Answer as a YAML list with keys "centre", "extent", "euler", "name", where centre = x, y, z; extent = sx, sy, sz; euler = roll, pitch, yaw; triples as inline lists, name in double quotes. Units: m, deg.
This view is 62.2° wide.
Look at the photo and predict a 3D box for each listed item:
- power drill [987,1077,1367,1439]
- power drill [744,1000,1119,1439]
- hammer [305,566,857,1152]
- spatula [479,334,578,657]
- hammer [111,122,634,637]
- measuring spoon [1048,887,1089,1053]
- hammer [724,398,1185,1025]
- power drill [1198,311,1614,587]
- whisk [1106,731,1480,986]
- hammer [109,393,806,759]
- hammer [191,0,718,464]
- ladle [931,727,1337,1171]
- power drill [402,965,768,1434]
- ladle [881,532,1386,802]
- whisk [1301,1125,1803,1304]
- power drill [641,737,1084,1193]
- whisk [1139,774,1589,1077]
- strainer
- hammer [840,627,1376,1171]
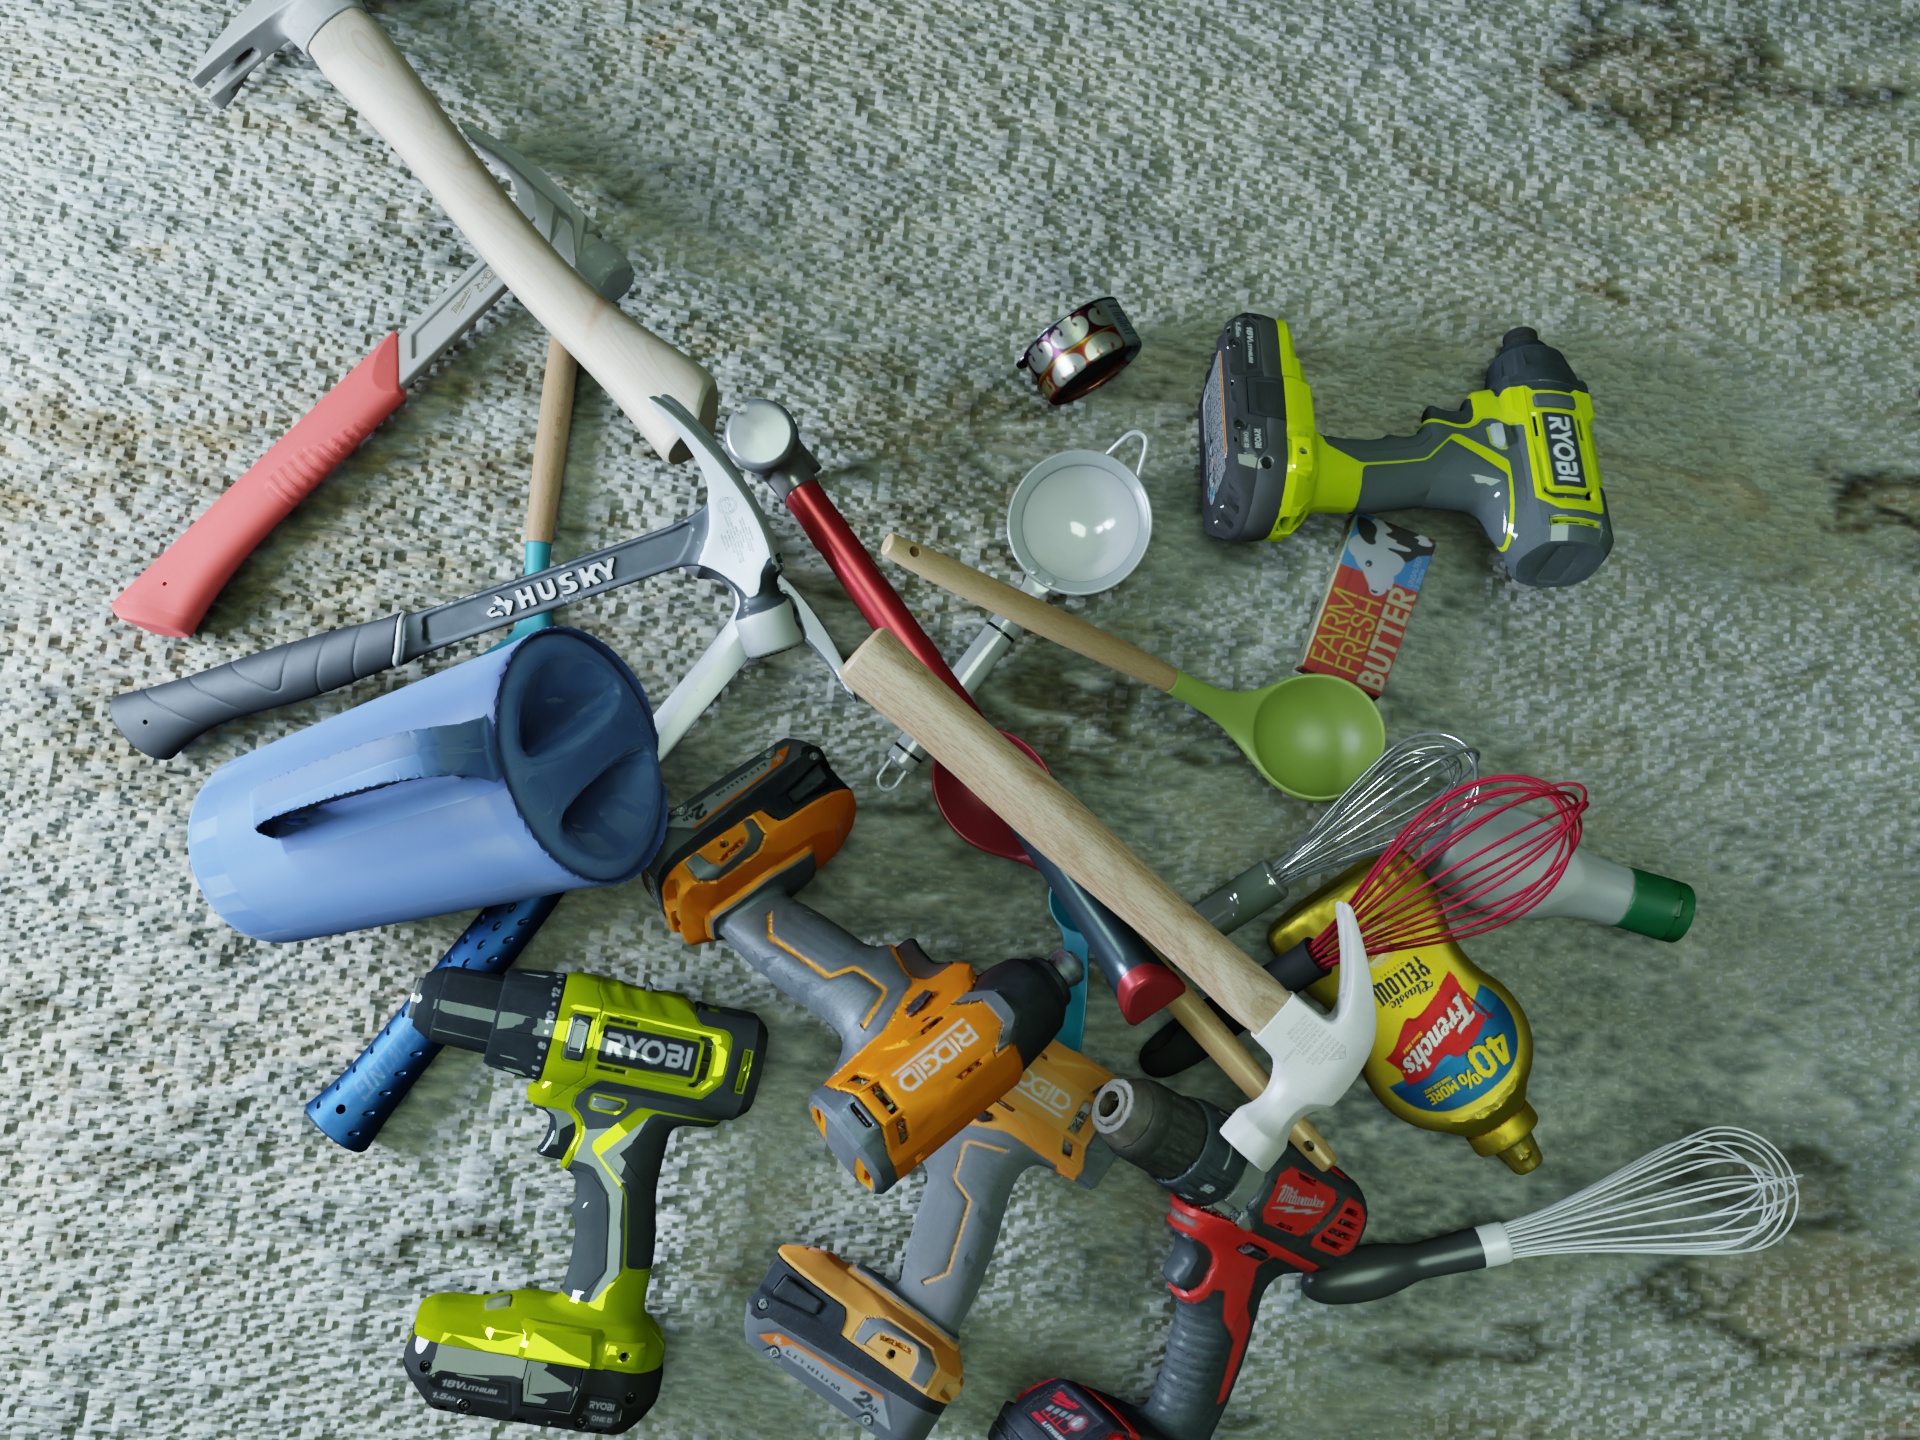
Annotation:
- centre: [0.105, 0.309, 0.843]
  extent: [0.187, 0.080, 0.227]
  euler: [34, 81, -29]
  name: "power drill"
- centre: [-0.030, 0.254, 0.881]
  extent: [0.185, 0.084, 0.226]
  euler: [32, 79, 10]
  name: "power drill"
- centre: [-0.223, 0.078, 0.920]
  extent: [0.144, 0.035, 0.405]
  euler: [38, 83, 4]
  name: "hammer"
- centre: [-0.250, -0.133, 0.944]
  extent: [0.082, 0.044, 0.317]
  euler: [3, 81, 12]
  name: "spatula"
- centre: [-0.367, -0.192, 0.948]
  extent: [0.149, 0.036, 0.359]
  euler: [43, 86, 15]
  name: "hammer"
- centre: [0.068, 0.147, 0.929]
  extent: [0.042, 0.021, 0.128]
  euler: [8, 91, 21]
  name: "measuring spoon"
- centre: [-0.001, -0.003, 0.883]
  extent: [0.038, 0.143, 0.386]
  euler: [-35, 85, 1]
  name: "hammer"
- centre: [0.258, -0.168, 0.934]
  extent: [0.223, 0.080, 0.171]
  euler: [4, 61, -3]
  name: "power drill"
- centre: [0.183, 0.085, 0.893]
  extent: [0.246, 0.059, 0.058]
  euler: [-35, 62, 15]
  name: "whisk"
- centre: [-0.296, -0.056, 0.885]
  extent: [0.409, 0.036, 0.149]
  euler: [-16, 101, 12]
  name: "hammer"
- centre: [-0.286, -0.293, 0.925]
  extent: [0.146, 0.038, 0.411]
  euler: [-41, 75, -2]
  name: "hammer"
- centre: [0.095, 0.124, 0.888]
  extent: [0.069, 0.031, 0.316]
  euler: [-48, 69, 16]
  name: "ladle"
- centre: [-0.222, 0.250, 0.864]
  extent: [0.190, 0.080, 0.228]
  euler: [14, 82, -13]
  name: "power drill"
- centre: [0.102, -0.035, 0.875]
  extent: [0.320, 0.062, 0.078]
  euler: [24, 70, -23]
  name: "ladle"
- centre: [0.332, 0.289, 0.897]
  extent: [0.284, 0.070, 0.070]
  euler: [-14, 83, 2]
  name: "whisk"
- centre: [-0.051, 0.119, 0.861]
  extent: [0.164, 0.084, 0.227]
  euler: [-34, 66, -22]
  name: "power drill"
- centre: [0.207, 0.117, 0.853]
  extent: [0.296, 0.073, 0.073]
  euler: [-40, 84, 28]
  name: "whisk"
- centre: [0.030, -0.062, 0.943]
  extent: [0.087, 0.050, 0.258]
  euler: [37, 89, 10]
  name: "strainer"
- centre: [0.074, 0.071, 0.807]
  extent: [0.331, 0.031, 0.130]
  euler: [42, 88, 0]
  name: "hammer"
